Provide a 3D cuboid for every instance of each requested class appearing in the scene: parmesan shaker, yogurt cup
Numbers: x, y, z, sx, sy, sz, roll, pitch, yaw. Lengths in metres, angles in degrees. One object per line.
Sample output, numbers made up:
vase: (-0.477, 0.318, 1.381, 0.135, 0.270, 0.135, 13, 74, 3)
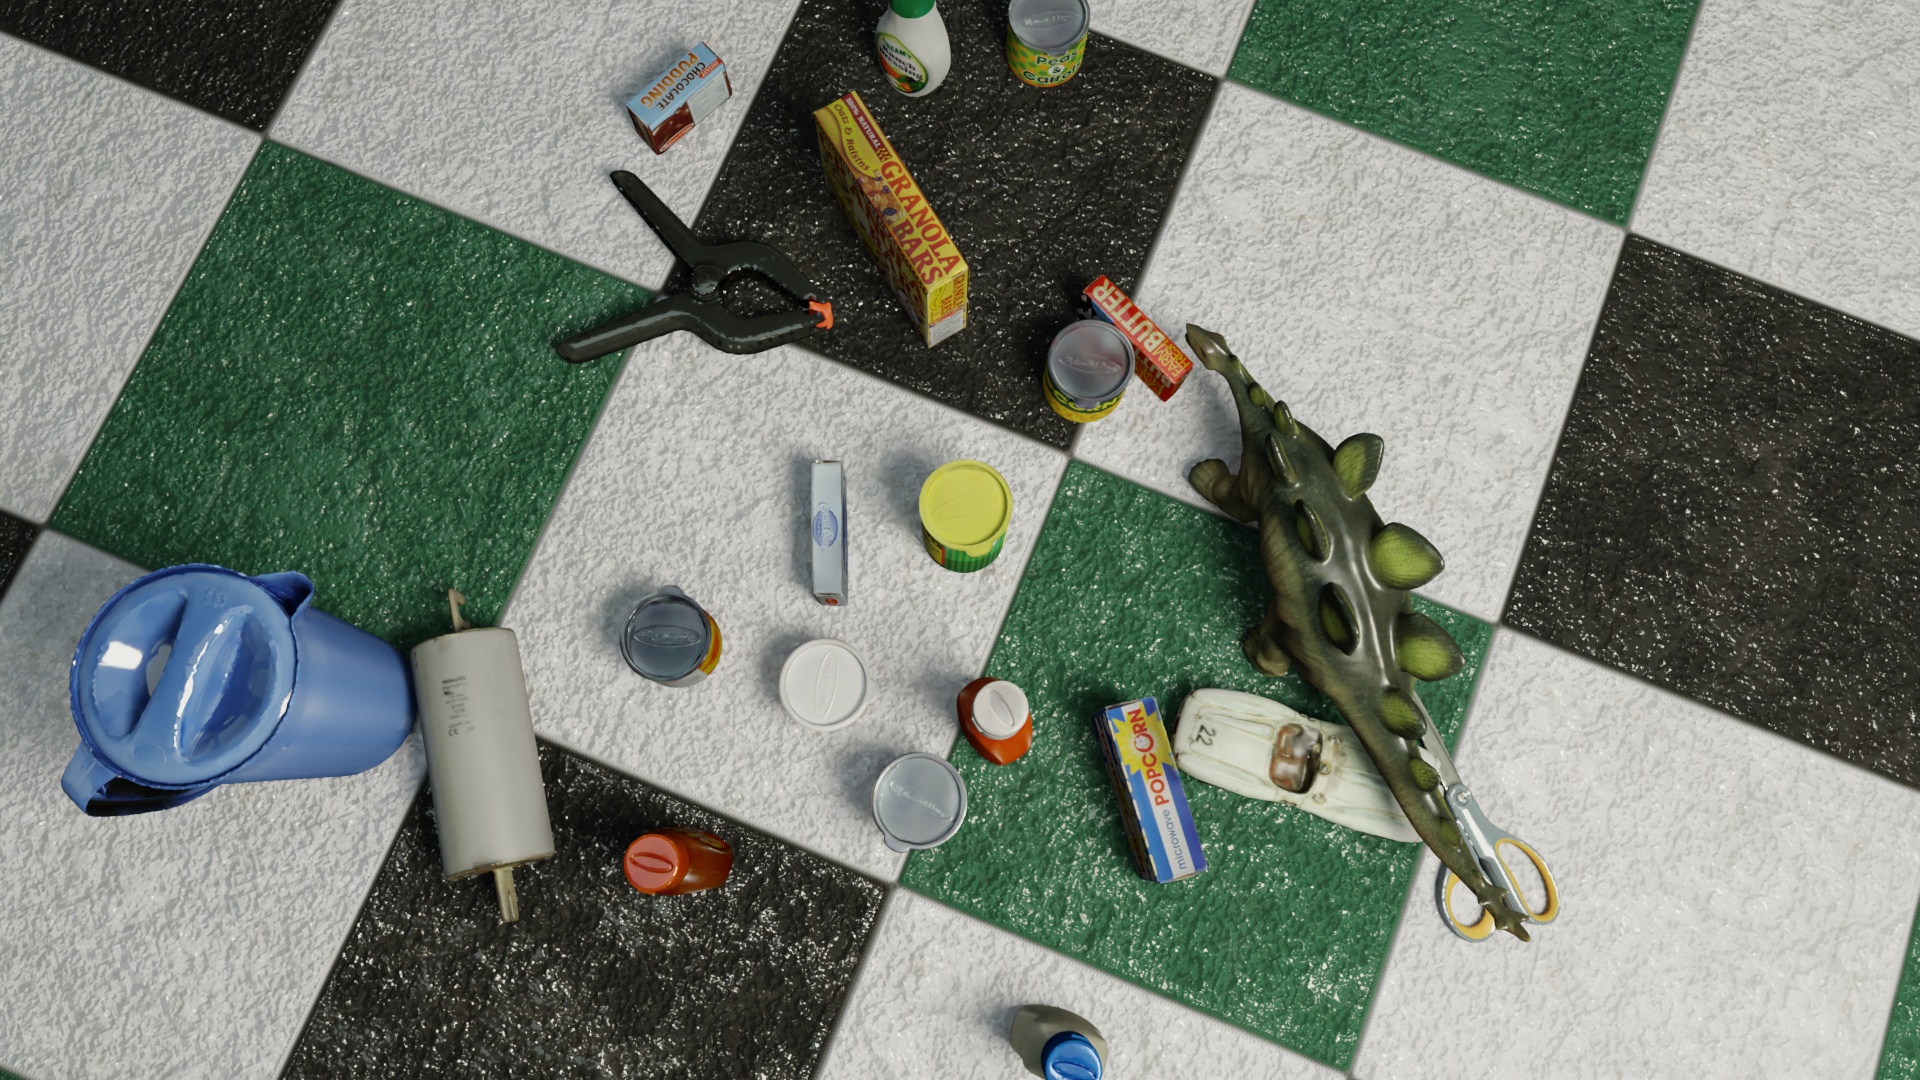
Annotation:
parmesan shaker: (0.004, -0.013, 1.027, 0.071, 0.103, 0.071, 0, 78, -1)
yogurt cup: (-0.098, 0.108, 1.024, 0.072, 0.054, 0.072, 0, 78, -1)

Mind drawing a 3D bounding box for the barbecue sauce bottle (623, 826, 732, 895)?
barbecue sauce bottle: (-0.197, 0.219, 0.950, 0.065, 0.148, 0.044, 14, 79, 2)

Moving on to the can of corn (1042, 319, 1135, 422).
can of corn: (0.098, -0.127, 1.076, 0.071, 0.058, 0.071, 0, 78, -1)

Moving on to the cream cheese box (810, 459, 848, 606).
cream cheese box: (-0.099, -0.005, 1.048, 0.024, 0.053, 0.104, -2, 78, -1)

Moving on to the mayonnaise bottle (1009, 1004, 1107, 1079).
mayonnaise bottle: (0.068, 0.342, 0.929, 0.065, 0.148, 0.041, 15, 79, 2)

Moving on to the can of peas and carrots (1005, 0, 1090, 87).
can of peas and carrots: (0.071, -0.412, 1.136, 0.071, 0.058, 0.071, 0, 78, -1)

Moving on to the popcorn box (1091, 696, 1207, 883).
popcorn box: (0.134, 0.179, 0.997, 0.038, 0.085, 0.127, -15, 79, -4)

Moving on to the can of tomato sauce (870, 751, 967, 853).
can of tomato sauce: (-0.030, 0.189, 0.993, 0.071, 0.083, 0.071, 0, 78, -1)

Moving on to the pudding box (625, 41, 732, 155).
pudding box: (-0.227, -0.357, 1.123, 0.084, 0.049, 0.030, -44, 82, -9)

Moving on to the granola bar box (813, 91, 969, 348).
granola bar box: (-0.051, -0.243, 1.064, 0.039, 0.124, 0.165, -31, 80, -7)

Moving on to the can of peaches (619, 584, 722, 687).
can of peaches: (-0.212, 0.072, 1.027, 0.071, 0.058, 0.071, 0, 78, -1)

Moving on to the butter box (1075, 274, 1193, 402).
butter box: (0.136, -0.157, 1.086, 0.024, 0.053, 0.103, -43, 82, -8)

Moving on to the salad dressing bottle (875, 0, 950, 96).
salad dressing bottle: (-0.038, -0.404, 1.087, 0.064, 0.147, 0.044, 38, 80, 6)

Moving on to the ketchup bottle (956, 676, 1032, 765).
ketchup bottle: (0.024, 0.124, 0.974, 0.043, 0.148, 0.065, -33, 81, -7)
